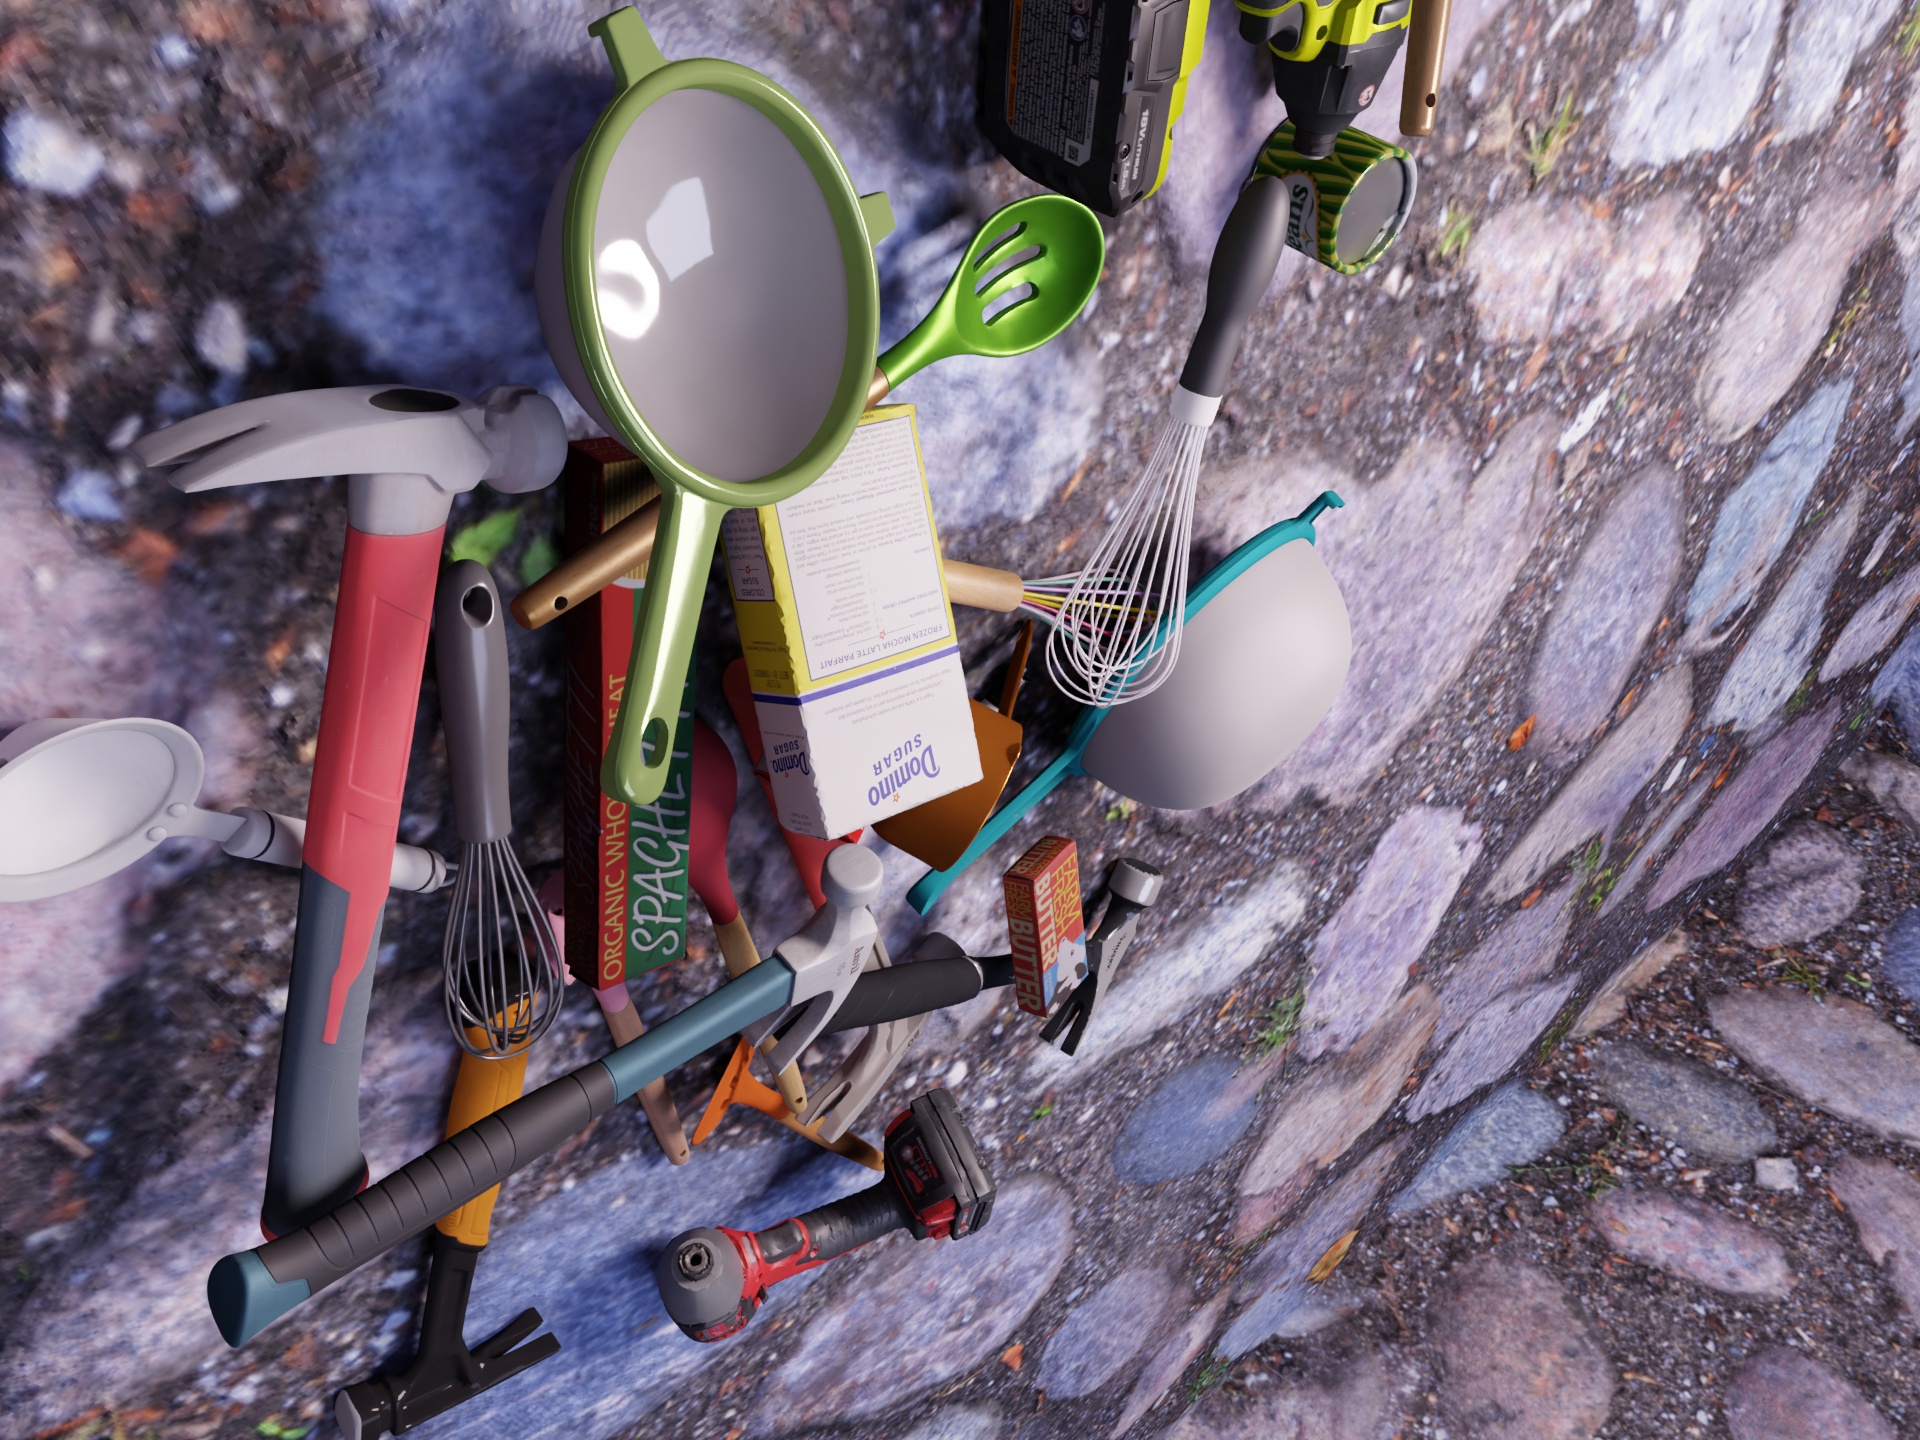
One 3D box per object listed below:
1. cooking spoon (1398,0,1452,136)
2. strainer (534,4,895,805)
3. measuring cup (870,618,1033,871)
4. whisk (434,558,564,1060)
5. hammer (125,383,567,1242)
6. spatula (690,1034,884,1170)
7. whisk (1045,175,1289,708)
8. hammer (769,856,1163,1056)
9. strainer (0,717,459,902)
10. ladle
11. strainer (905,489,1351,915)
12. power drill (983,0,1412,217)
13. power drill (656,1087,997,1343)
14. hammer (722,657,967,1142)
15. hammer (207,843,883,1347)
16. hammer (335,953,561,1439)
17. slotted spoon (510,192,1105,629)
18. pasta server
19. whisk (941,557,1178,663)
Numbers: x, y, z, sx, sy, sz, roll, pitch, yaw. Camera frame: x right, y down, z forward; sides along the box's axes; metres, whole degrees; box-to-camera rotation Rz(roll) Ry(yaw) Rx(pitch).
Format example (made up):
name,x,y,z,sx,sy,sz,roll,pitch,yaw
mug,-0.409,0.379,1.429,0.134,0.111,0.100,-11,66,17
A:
name,x,y,z,sx,sy,sz,roll,pitch,yaw
cooking spoon,0.204,-0.404,0.641,0.068,0.017,0.318,-6,107,-33
strainer,-0.108,-0.100,0.563,0.151,0.069,0.256,17,82,-54
measuring cup,-0.001,-0.003,0.846,0.095,0.052,0.174,-51,-164,49
whisk,-0.197,0.044,0.668,0.055,0.055,0.238,-20,126,-38
hammer,-0.243,0.062,0.593,0.143,0.038,0.386,-21,137,-52
spatula,-0.100,0.260,1.029,0.081,0.041,0.322,-64,153,-16
whisk,0.105,-0.127,0.788,0.070,0.070,0.284,-14,131,-42
hammer,0.012,0.164,1.006,0.408,0.036,0.149,5,110,-60
strainer,-0.276,0.040,0.596,0.087,0.050,0.258,-46,154,7
ladle,-0.119,0.118,0.835,0.069,0.031,0.315,-31,137,-19
strainer,0.120,0.024,0.942,0.340,0.095,0.210,-40,165,-18
power drill,0.117,-0.305,0.680,0.223,0.080,0.171,-31,142,-32
power drill,-0.091,0.329,1.036,0.219,0.079,0.143,-22,153,-14
hammer,-0.074,0.098,0.880,0.149,0.037,0.358,-50,149,-26
hammer,-0.173,0.170,0.719,0.331,0.033,0.128,-28,148,-33
hammer,-0.255,0.255,0.845,0.127,0.034,0.336,-14,133,-41
slotted spoon,-0.053,-0.127,0.641,0.314,0.031,0.070,-40,138,-28
pasta server,-0.174,0.168,0.850,0.060,0.040,0.316,-39,148,-26
whisk,0.038,-0.066,0.865,0.244,0.047,0.051,6,118,-47
